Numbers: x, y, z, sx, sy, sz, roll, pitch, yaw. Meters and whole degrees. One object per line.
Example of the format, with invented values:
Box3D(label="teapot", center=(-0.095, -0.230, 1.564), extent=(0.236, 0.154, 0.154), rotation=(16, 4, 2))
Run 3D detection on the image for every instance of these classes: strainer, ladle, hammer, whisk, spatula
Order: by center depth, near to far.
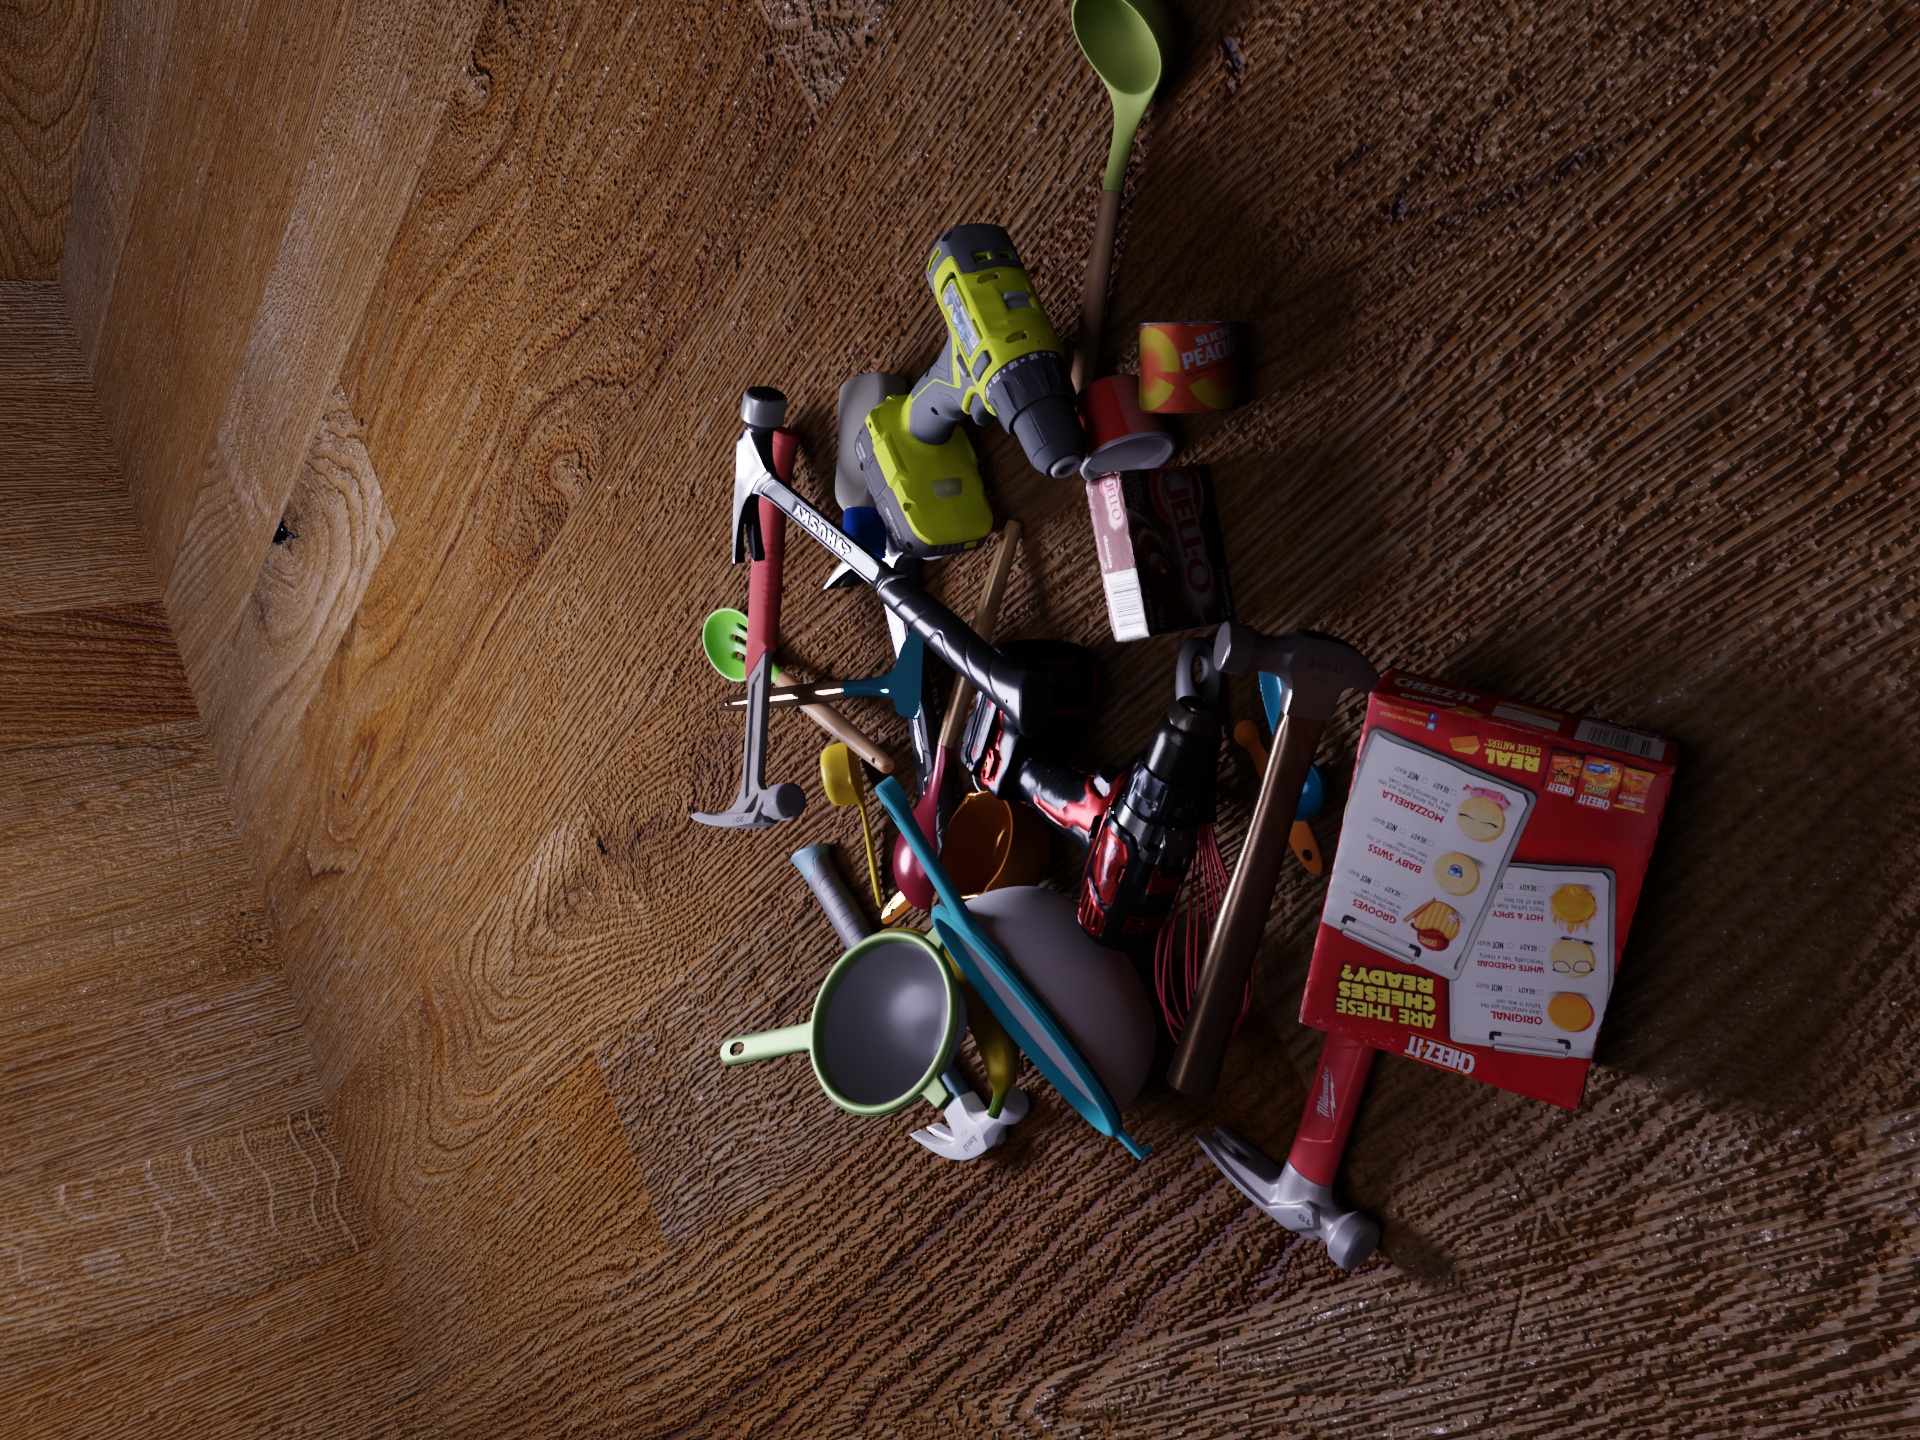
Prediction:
Box3D(label="hammer", center=(0.192, 0.100, 1.024), extent=(0.031, 0.130, 0.331), rotation=(-101, 21, -67))
Box3D(label="hammer", center=(0.255, 0.167, 1.039), extent=(0.143, 0.038, 0.386), rotation=(33, 122, 41))
Box3D(label="ladle", center=(0.092, -0.338, 1.096), extent=(0.078, 0.062, 0.320), rotation=(31, 124, 41))
Box3D(label="whisk", center=(0.168, 0.090, 1.108), extent=(0.073, 0.073, 0.296), rotation=(2, 96, 48))
Box3D(label="strainer", center=(0.050, 0.148, 1.143), extent=(0.211, 0.095, 0.340), rotation=(35, 158, 57))
Box3D(label="hammer", center=(-0.065, -0.107, 1.214), extent=(0.409, 0.036, 0.149), rotation=(42, 130, 38))
Box3D(label="ladle", center=(-0.002, -0.004, 1.244), extent=(0.069, 0.031, 0.315), rotation=(29, 104, 63))
Box3D(label="strainer", center=(-0.088, 0.265, 1.326), extent=(0.256, 0.069, 0.152), rotation=(-18, 59, 33))
Box3D(label="hammer", center=(-0.034, 0.008, 1.334), extent=(0.146, 0.035, 0.335), rotation=(-10, 92, 49))
Box3D(label="spatula", center=(-0.120, -0.028, 1.357), extent=(0.317, 0.044, 0.082), rotation=(-6, 78, 47))
Box3D(label="hammer", center=(-0.178, -0.085, 1.400), extent=(0.149, 0.036, 0.359), rotation=(-9, 76, 52))
Box3D(label="hammer", center=(-0.060, 0.242, 1.419), extent=(0.331, 0.033, 0.128), rotation=(56, 133, 25))

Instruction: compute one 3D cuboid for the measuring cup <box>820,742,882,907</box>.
Box3D(label="measuring cup", center=(-0.096, 0.095, 1.413), extent=(0.029, 0.062, 0.156), rotation=(-9, 103, 5))

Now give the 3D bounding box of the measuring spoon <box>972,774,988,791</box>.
Box3D(label="measuring spoon", center=(0.047, 0.010, 1.262), extent=(0.034, 0.018, 0.124), rotation=(49, 124, 30))

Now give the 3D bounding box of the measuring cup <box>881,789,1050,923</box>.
Box3D(label="measuring cup", center=(0.005, 0.126, 1.277), extent=(0.173, 0.052, 0.095), rotation=(-41, 42, 36))

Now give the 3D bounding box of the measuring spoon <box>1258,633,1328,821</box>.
Box3D(label="measuring spoon", center=(0.221, 0.004, 1.061), extent=(0.042, 0.021, 0.129), rotation=(-25, 71, 49))

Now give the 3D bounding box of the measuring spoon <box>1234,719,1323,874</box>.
Box3D(label="measuring spoon", center=(0.214, 0.052, 1.078), extent=(0.021, 0.011, 0.117), rotation=(-40, 68, 46))

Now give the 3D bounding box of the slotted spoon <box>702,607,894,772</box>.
Box3D(label="slotted spoon", center=(-0.148, -0.025, 1.438), extent=(0.314, 0.031, 0.070), rotation=(36, 121, 46))

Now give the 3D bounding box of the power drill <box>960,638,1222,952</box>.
Box3D(label="power drill", center=(0.096, 0.026, 1.114), extent=(0.227, 0.080, 0.187), rotation=(52, 134, 48))

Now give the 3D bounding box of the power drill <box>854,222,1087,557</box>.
Box3D(label="power drill", center=(0.009, -0.216, 1.158), extent=(0.191, 0.080, 0.228), rotation=(67, 151, 18))
